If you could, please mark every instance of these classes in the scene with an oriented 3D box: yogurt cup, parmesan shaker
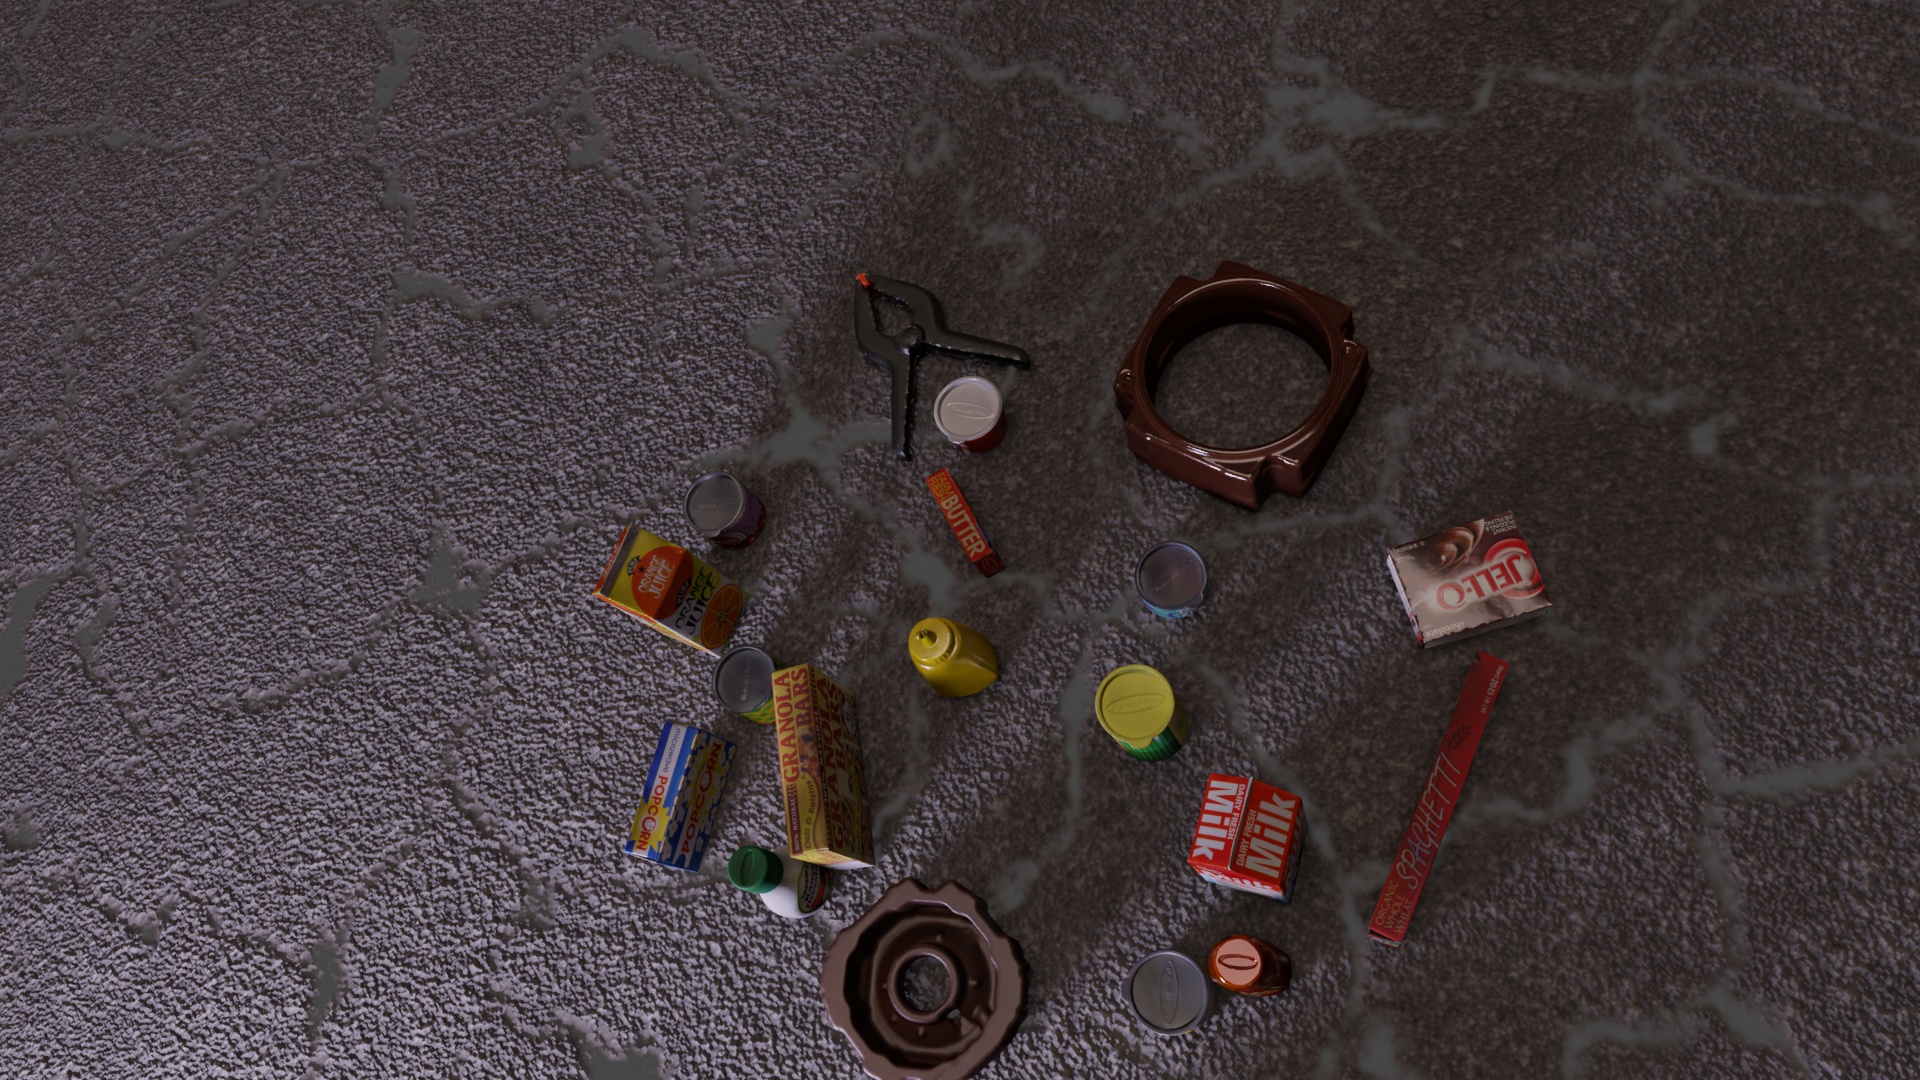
[{"bbox_3d":[0.013,-0.121,1.364,0.072,0.054,0.072,-5,70,14],"label":"yogurt cup"},{"bbox_3d":[0.158,0.153,1.196,0.071,0.103,0.071,-5,70,14],"label":"parmesan shaker"}]

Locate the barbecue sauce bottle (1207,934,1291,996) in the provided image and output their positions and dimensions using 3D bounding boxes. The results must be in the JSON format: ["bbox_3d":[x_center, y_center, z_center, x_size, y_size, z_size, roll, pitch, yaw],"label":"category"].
[{"bbox_3d":[0.223,0.332,1.087,0.065,0.148,0.044,1,72,17],"label":"barbecue sauce bottle"}]

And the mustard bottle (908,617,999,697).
[{"bbox_3d":[-0.012,0.099,1.233,0.065,0.160,0.049,-24,66,7],"label":"mustard bottle"}]

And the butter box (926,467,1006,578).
[{"bbox_3d":[0.005,-0.017,1.329,0.024,0.053,0.104,-31,65,4],"label":"butter box"}]

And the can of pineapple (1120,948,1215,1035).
[{"bbox_3d":[0.172,0.369,1.138,0.071,0.057,0.071,-5,70,14],"label":"can of pineapple"}]

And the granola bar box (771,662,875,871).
[{"bbox_3d":[-0.123,0.206,1.246,0.039,0.124,0.166,-14,68,11],"label":"granola bar box"}]

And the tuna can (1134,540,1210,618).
[{"bbox_3d":[0.195,0.038,1.265,0.071,0.032,0.071,-5,69,14],"label":"tuna can"}]

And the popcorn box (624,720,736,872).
[{"bbox_3d":[-0.259,0.239,1.295,0.038,0.085,0.127,10,74,19],"label":"popcorn box"}]

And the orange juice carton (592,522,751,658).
[{"bbox_3d":[-0.279,0.045,1.312,0.073,0.192,0.072,19,78,21],"label":"orange juice carton"}]

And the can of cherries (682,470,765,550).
[{"bbox_3d":[-0.238,-0.027,1.400,0.071,0.058,0.071,-5,70,14],"label":"can of cherries"}]

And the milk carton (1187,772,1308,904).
[{"bbox_3d":[0.228,0.235,1.097,0.073,0.190,0.072,12,75,20],"label":"milk carton"}]

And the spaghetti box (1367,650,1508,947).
[{"bbox_3d":[0.390,0.212,1.136,0.029,0.050,0.250,21,78,22],"label":"spaghetti box"}]

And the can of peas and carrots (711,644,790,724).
[{"bbox_3d":[-0.194,0.138,1.327,0.071,0.058,0.071,-5,70,14],"label":"can of peas and carrots"}]

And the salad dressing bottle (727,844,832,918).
[{"bbox_3d":[-0.157,0.293,1.211,0.044,0.147,0.064,5,73,18],"label":"salad dressing bottle"}]
